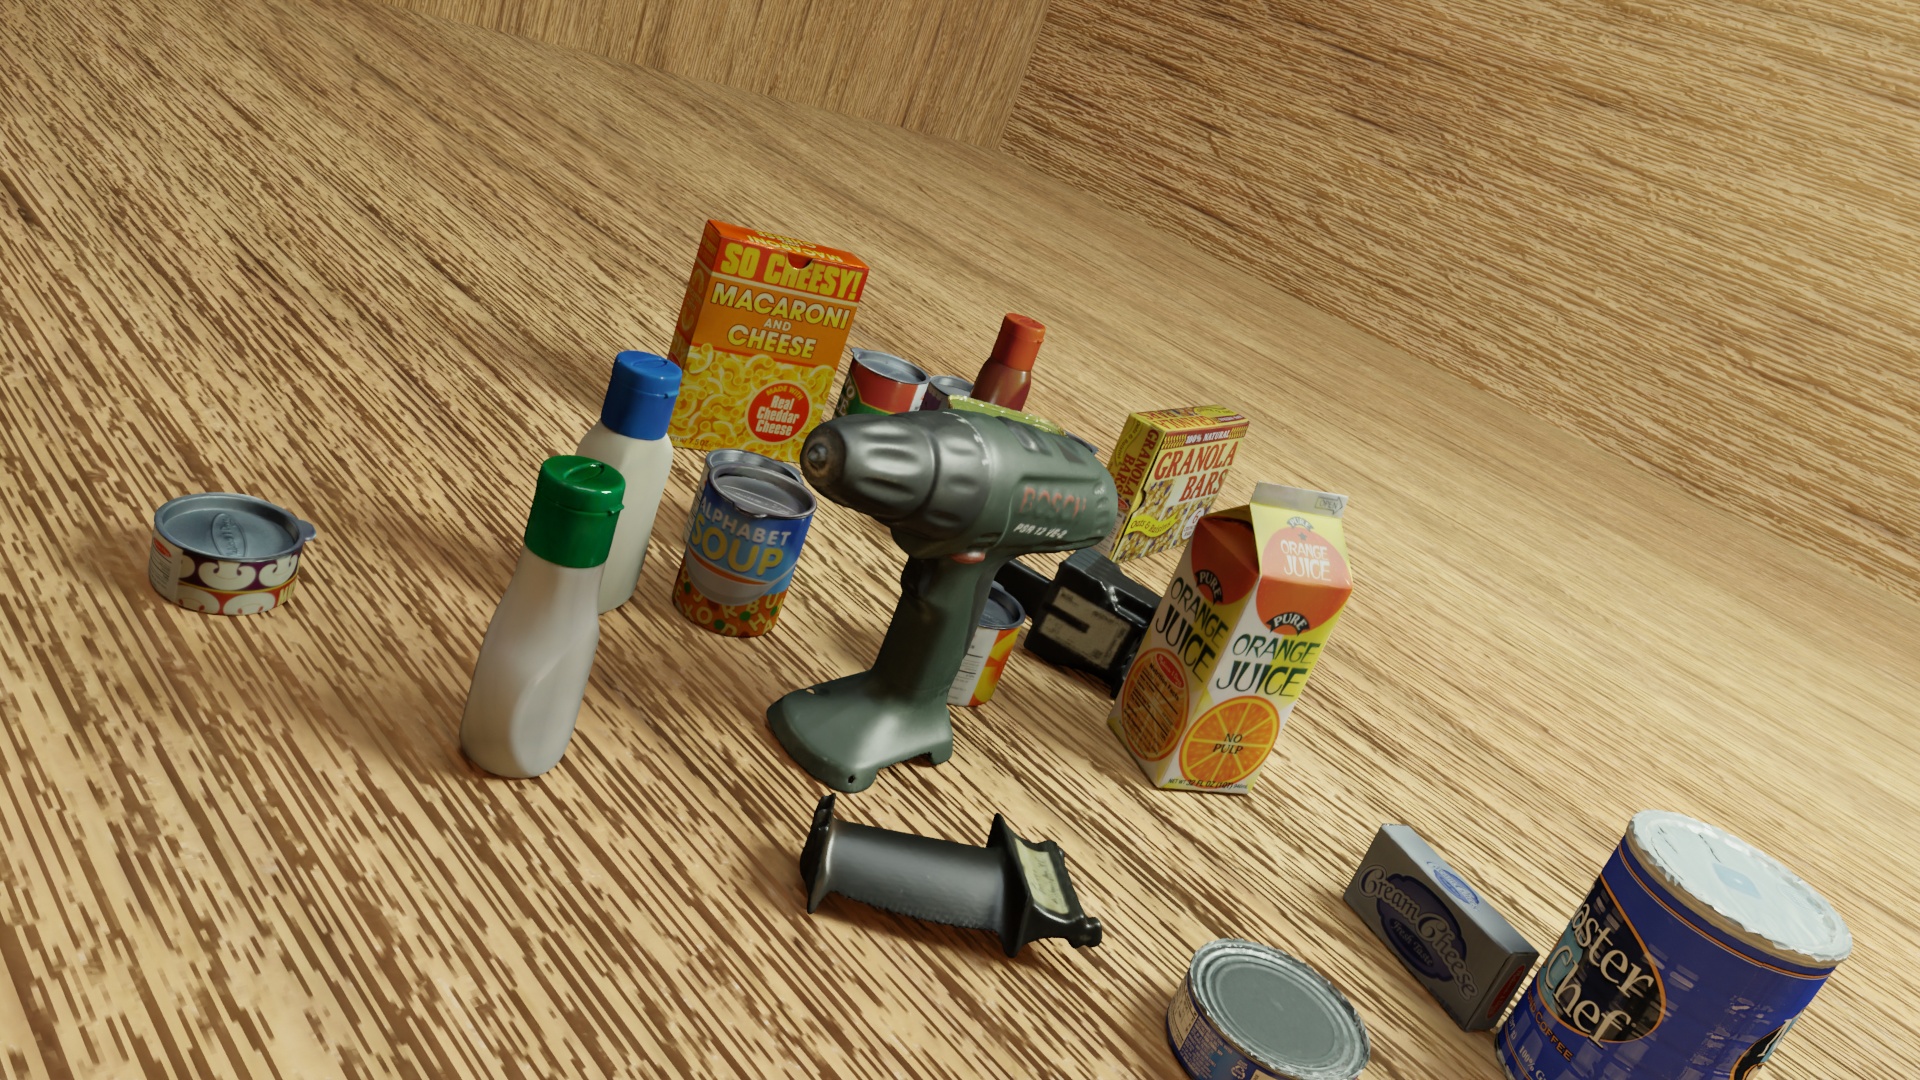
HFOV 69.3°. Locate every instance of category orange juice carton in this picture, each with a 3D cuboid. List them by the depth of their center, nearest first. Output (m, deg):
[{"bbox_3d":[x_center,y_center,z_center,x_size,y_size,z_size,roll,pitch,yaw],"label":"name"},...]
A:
[{"bbox_3d":[0.166,0.053,0.831,0.072,0.191,0.073,9,24,-28],"label":"orange juice carton"}]

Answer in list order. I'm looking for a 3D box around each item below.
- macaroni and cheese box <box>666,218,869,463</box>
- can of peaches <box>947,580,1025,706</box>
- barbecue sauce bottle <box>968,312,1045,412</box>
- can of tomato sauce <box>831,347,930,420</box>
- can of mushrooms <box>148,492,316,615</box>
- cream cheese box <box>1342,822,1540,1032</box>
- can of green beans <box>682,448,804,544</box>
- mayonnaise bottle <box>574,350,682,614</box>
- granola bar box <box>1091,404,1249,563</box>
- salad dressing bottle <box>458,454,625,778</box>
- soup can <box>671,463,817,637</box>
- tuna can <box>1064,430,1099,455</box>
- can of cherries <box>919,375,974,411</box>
[{"bbox_3d":[-0.152,-0.145,1.048,0.124,0.165,0.040,6,26,-34],"label":"macaroni and cheese box"},{"bbox_3d":[0.000,0.059,0.849,0.071,0.057,0.071,18,21,-7],"label":"can of peaches"},{"bbox_3d":[0.030,-0.116,1.169,0.044,0.148,0.065,29,22,19],"label":"barbecue sauce bottle"},{"bbox_3d":[-0.071,-0.107,1.144,0.071,0.082,0.071,18,21,-7],"label":"can of tomato sauce"},{"bbox_3d":[-0.357,0.006,0.682,0.071,0.033,0.071,18,22,-7],"label":"can of mushrooms"},{"bbox_3d":[0.253,0.204,0.741,0.024,0.053,0.104,8,25,-31],"label":"cream cheese box"},{"bbox_3d":[-0.142,-0.020,0.907,0.071,0.057,0.071,18,21,-7],"label":"can of green beans"},{"bbox_3d":[-0.190,-0.031,0.766,0.041,0.147,0.065,28,22,17],"label":"mayonnaise bottle"},{"bbox_3d":[0.174,-0.050,1.175,0.039,0.123,0.166,32,24,27],"label":"granola bar box"},{"bbox_3d":[-0.184,0.034,0.618,0.044,0.147,0.064,25,21,10],"label":"salad dressing bottle"},{"bbox_3d":[-0.129,0.007,0.821,0.071,0.083,0.071,18,21,-7],"label":"soup can"},{"bbox_3d":[0.092,-0.079,1.294,0.071,0.032,0.071,18,22,-7],"label":"tuna can"},{"bbox_3d":[-0.006,-0.108,1.240,0.071,0.058,0.072,18,21,-7],"label":"can of cherries"}]
